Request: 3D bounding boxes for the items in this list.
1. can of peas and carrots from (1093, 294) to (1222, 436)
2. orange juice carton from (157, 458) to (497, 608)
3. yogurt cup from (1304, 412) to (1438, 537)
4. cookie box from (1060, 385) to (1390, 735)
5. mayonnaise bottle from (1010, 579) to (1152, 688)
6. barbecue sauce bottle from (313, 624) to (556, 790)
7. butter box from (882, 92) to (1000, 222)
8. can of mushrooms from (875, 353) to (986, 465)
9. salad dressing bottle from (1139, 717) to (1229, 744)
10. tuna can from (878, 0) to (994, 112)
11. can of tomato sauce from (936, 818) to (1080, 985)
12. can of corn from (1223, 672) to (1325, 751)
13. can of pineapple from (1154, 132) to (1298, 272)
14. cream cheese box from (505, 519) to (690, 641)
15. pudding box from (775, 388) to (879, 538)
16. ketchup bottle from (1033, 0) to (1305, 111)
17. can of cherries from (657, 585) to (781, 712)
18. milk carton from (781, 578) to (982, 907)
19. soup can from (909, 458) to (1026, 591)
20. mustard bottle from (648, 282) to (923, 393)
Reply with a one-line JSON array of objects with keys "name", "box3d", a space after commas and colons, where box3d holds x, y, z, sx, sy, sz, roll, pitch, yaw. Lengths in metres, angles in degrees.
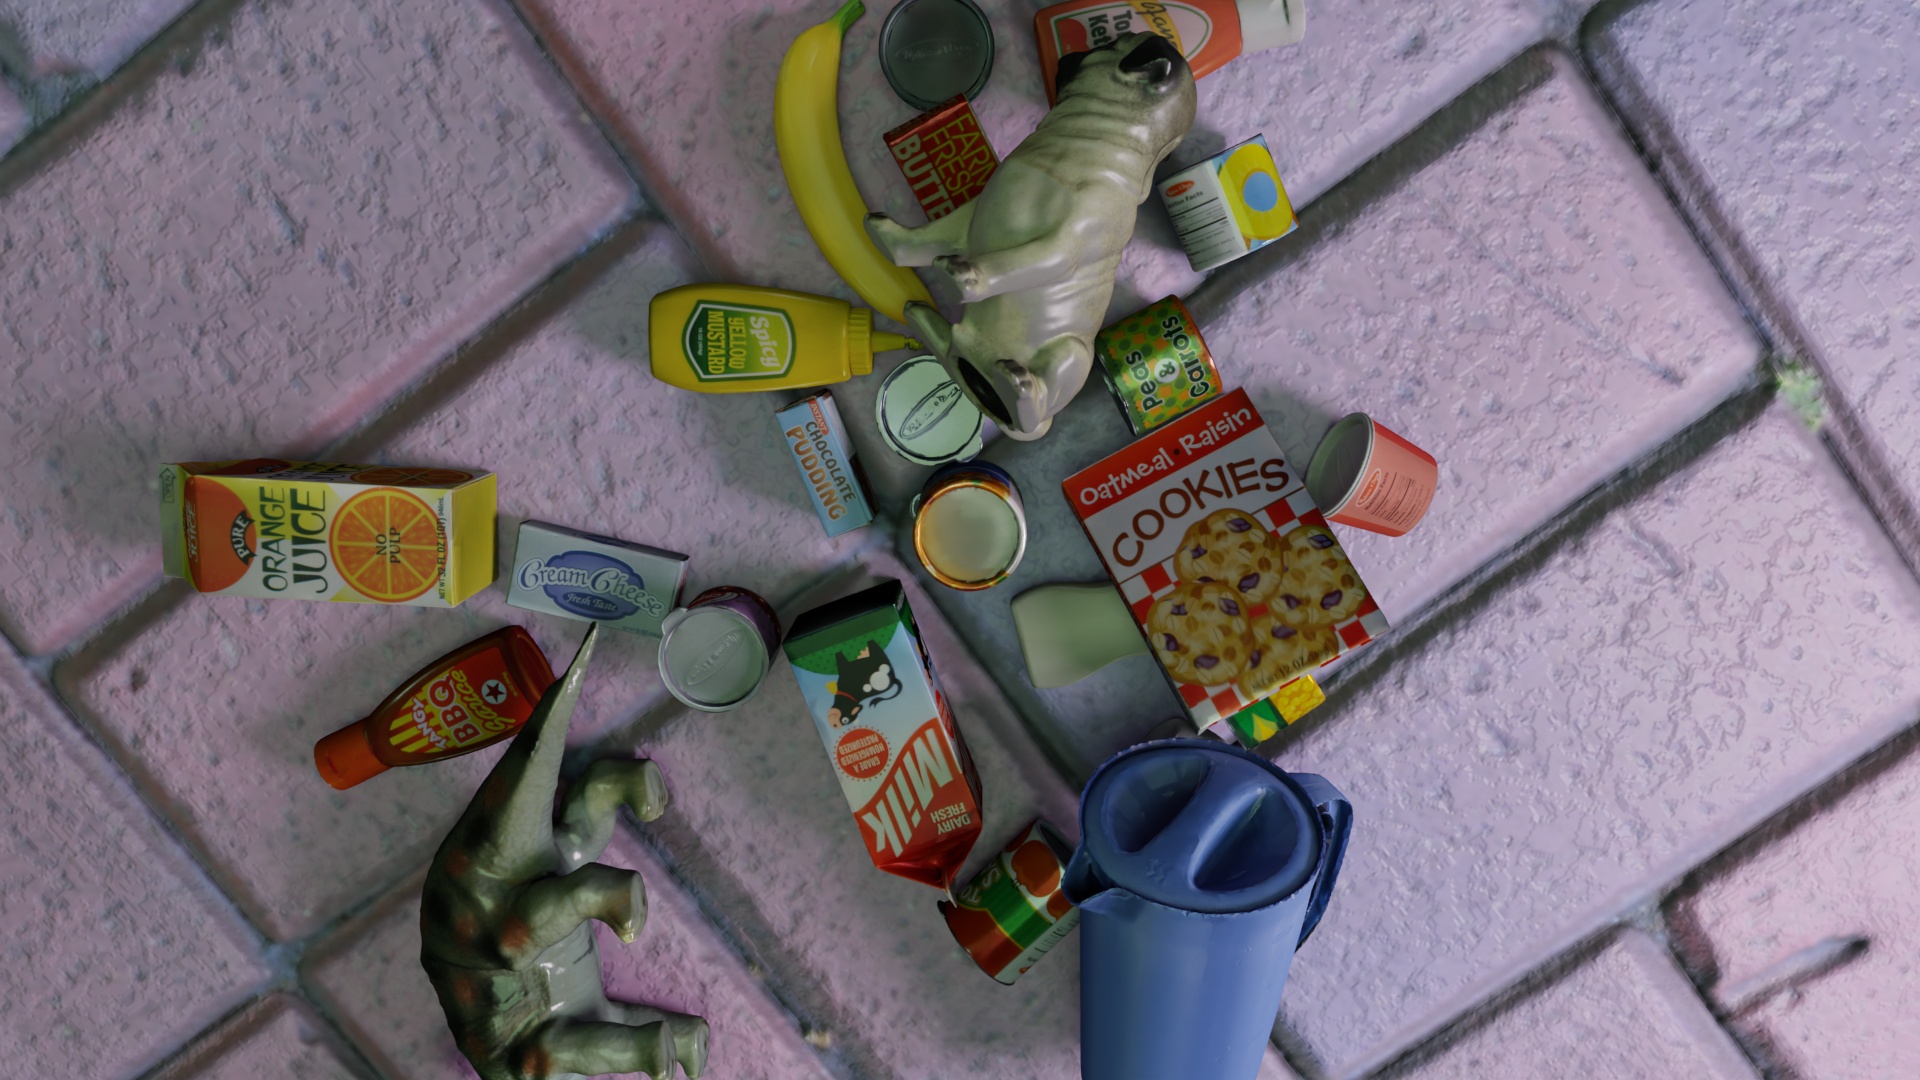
[{"name": "can of peas and carrots", "box3d": [0.114, -0.103, 0.813, 0.059, 0.071, 0.071, -27, 99, 5]}, {"name": "orange juice carton", "box3d": [-0.385, -0.007, 0.834, 0.193, 0.073, 0.071, 3, 101, 0]}, {"name": "yogurt cup", "box3d": [0.246, -0.036, 0.829, 0.054, 0.072, 0.072, 21, 100, -12]}, {"name": "cookie box", "box3d": [0.151, 0.010, 0.814, 0.123, 0.040, 0.168, -28, 75, 0]}, {"name": "mayonnaise bottle", "box3d": [0.108, 0.045, 0.856, 0.148, 0.041, 0.064, -14, 93, 2]}, {"name": "barbecue sauce bottle", "box3d": [-0.329, 0.110, 0.869, 0.148, 0.044, 0.064, -25, 100, 5]}, {"name": "butter box", "box3d": [0.002, -0.200, 0.802, 0.053, 0.024, 0.103, -29, 122, 5]}, {"name": "can of mushrooms", "box3d": [-0.016, -0.078, 0.838, 0.071, 0.033, 0.071, 0, 100, 0]}, {"name": "salad dressing bottle", "box3d": [0.172, 0.178, 0.878, 0.064, 0.044, 0.147, -43, 99, 7]}, {"name": "tuna can", "box3d": [-0.013, -0.279, 0.802, 0.071, 0.033, 0.071, 0, 100, 1]}, {"name": "can of tomato sauce", "box3d": [0.039, 0.226, 0.876, 0.083, 0.071, 0.071, -44, 97, 7]}, {"name": "can of corn", "box3d": [0.182, 0.088, 0.850, 0.058, 0.071, 0.071, -35, 98, 6]}, {"name": "can of pineapple", "box3d": [0.155, -0.194, 0.800, 0.071, 0.071, 0.057, -24, 100, 5]}, {"name": "cream cheese box", "box3d": [-0.225, 0.024, 0.862, 0.104, 0.024, 0.053, 13, 100, -2]}, {"name": "pudding box", "box3d": [-0.079, -0.047, 0.836, 0.030, 0.050, 0.083, -22, 100, 6]}, {"name": "ketchup bottle", "box3d": [0.119, -0.287, 0.794, 0.149, 0.043, 0.064, -12, 103, 2]}, {"name": "can of cherries", "box3d": [-0.148, 0.063, 0.852, 0.071, 0.058, 0.071, 0, 101, 1]}, {"name": "milk carton", "box3d": [-0.037, 0.129, 0.855, 0.073, 0.072, 0.190, -21, 100, 4]}, {"name": "soup can", "box3d": [0.003, -0.010, 0.824, 0.071, 0.084, 0.071, 0, 101, 1]}, {"name": "mustard bottle", "box3d": [-0.102, -0.120, 0.823, 0.160, 0.049, 0.065, 0, 105, 1]}]
